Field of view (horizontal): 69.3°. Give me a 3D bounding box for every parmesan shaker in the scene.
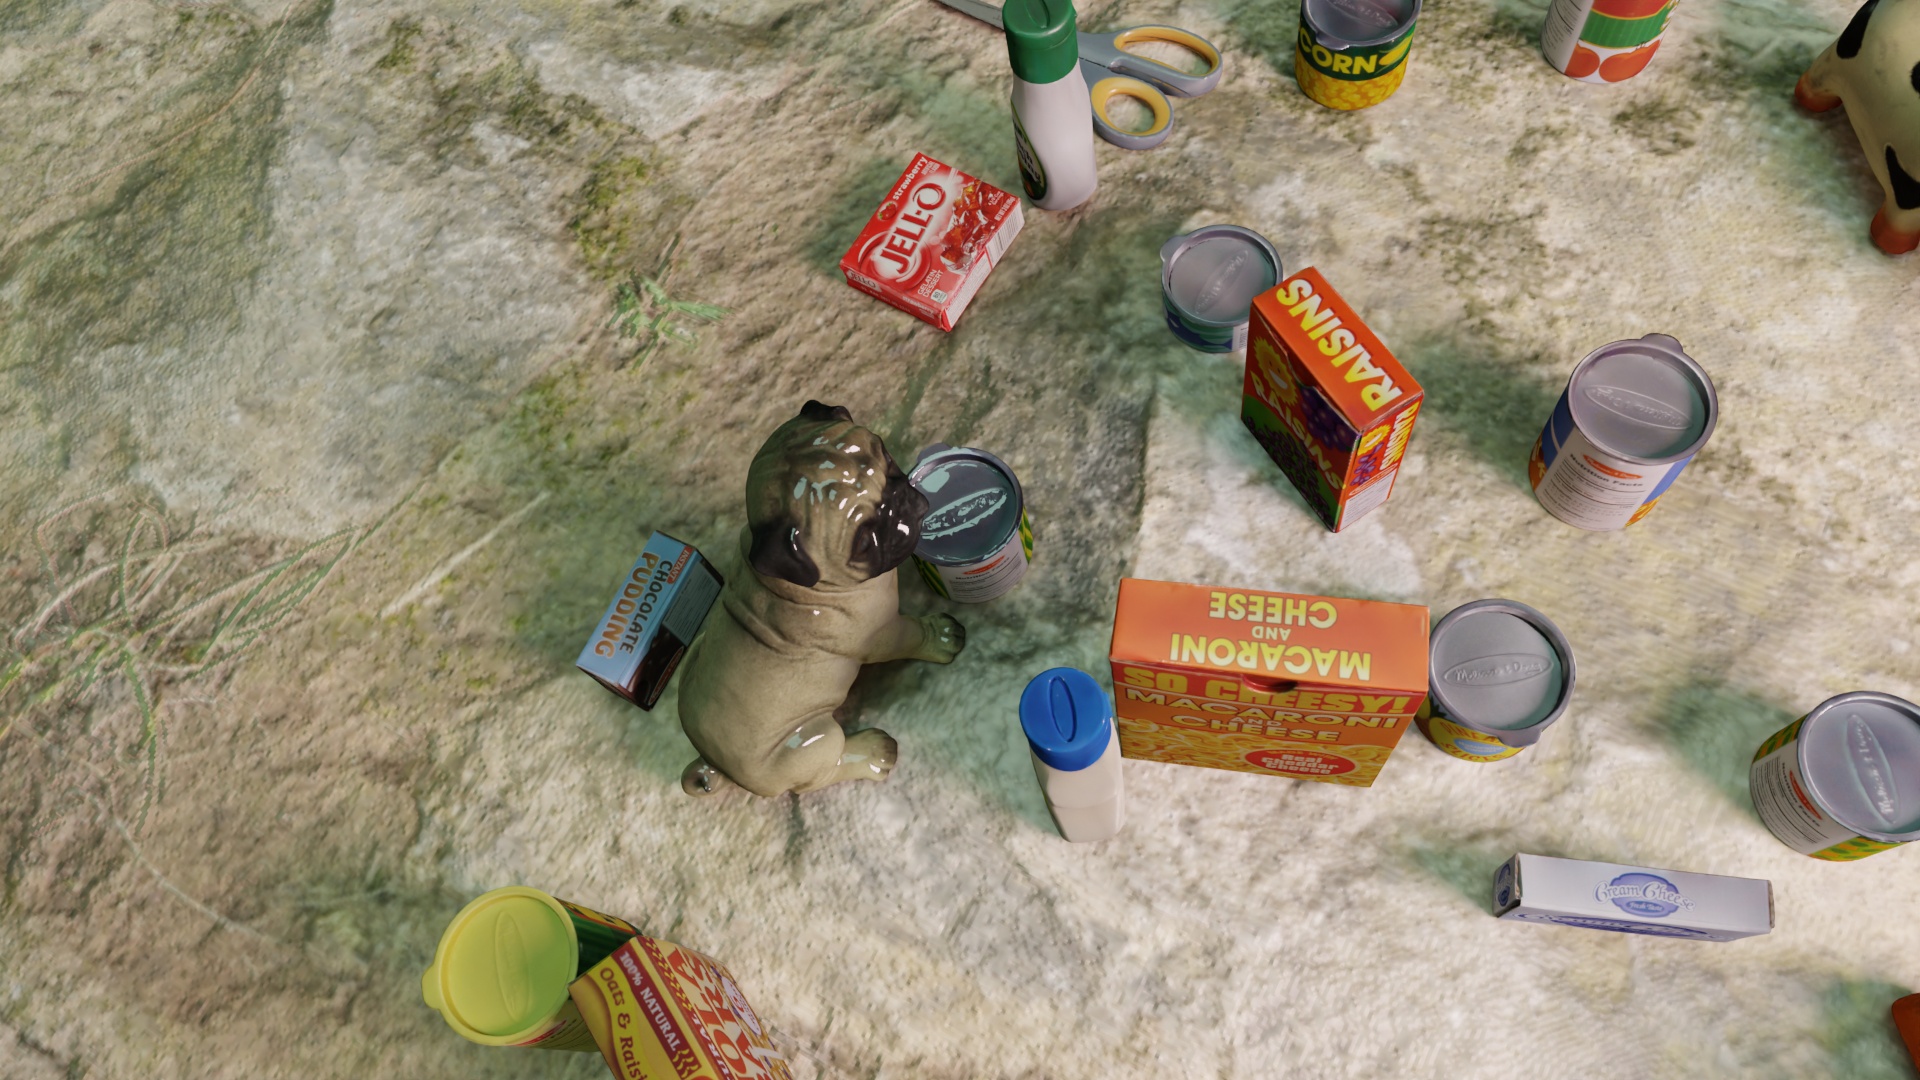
[{"bbox_3d":[-0.192,0.202,0.645,0.071,0.102,0.071,-3,68,8],"label":"parmesan shaker"}]

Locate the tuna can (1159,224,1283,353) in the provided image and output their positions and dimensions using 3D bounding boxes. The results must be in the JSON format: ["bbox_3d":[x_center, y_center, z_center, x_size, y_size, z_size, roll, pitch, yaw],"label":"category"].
[{"bbox_3d":[0.143,-0.141,0.774,0.071,0.032,0.071,-3,67,7],"label":"tuna can"}]

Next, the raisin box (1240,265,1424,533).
[{"bbox_3d":[0.179,-0.067,0.689,0.040,0.123,0.086,-31,67,-4],"label":"raisin box"}]

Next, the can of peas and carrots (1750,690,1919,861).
[{"bbox_3d":[0.400,0.106,0.619,0.071,0.058,0.071,-3,68,7],"label":"can of peas and carrots"}]

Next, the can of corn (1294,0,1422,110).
[{"bbox_3d":[0.229,-0.293,0.811,0.071,0.058,0.071,-3,68,7],"label":"can of corn"}]

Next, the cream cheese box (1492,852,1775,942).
[{"bbox_3d":[0.295,0.159,0.616,0.104,0.053,0.024,4,69,10],"label":"cream cheese box"}]

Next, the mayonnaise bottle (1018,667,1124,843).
[{"bbox_3d":[0.051,0.094,0.628,0.041,0.147,0.065,-12,67,4],"label":"mayonnaise bottle"}]

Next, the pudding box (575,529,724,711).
[{"bbox_3d":[-0.163,0.043,0.735,0.030,0.049,0.084,22,73,16],"label":"pudding box"}]

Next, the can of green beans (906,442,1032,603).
[{"bbox_3d":[0.003,-0.007,0.726,0.071,0.057,0.071,-3,68,7],"label":"can of green beans"}]

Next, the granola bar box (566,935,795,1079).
[{"bbox_3d":[-0.093,0.254,0.597,0.039,0.124,0.166,-36,67,-6],"label":"granola bar box"}]

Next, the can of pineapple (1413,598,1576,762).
[{"bbox_3d":[0.249,0.069,0.658,0.071,0.057,0.071,-3,68,7],"label":"can of pineapple"}]

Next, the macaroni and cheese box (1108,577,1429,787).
[{"bbox_3d":[0.132,0.068,0.617,0.124,0.166,0.040,5,69,11],"label":"macaroni and cheese box"}]

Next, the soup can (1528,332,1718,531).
[{"bbox_3d":[0.324,-0.052,0.683,0.071,0.083,0.071,-3,68,7],"label":"soup can"}]

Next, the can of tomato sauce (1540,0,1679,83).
[{"bbox_3d":[0.373,-0.310,0.782,0.071,0.083,0.071,-3,68,7],"label":"can of tomato sauce"}]

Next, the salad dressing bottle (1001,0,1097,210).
[{"bbox_3d":[0.049,-0.243,0.768,0.044,0.147,0.064,-19,67,1],"label":"salad dressing bottle"}]
